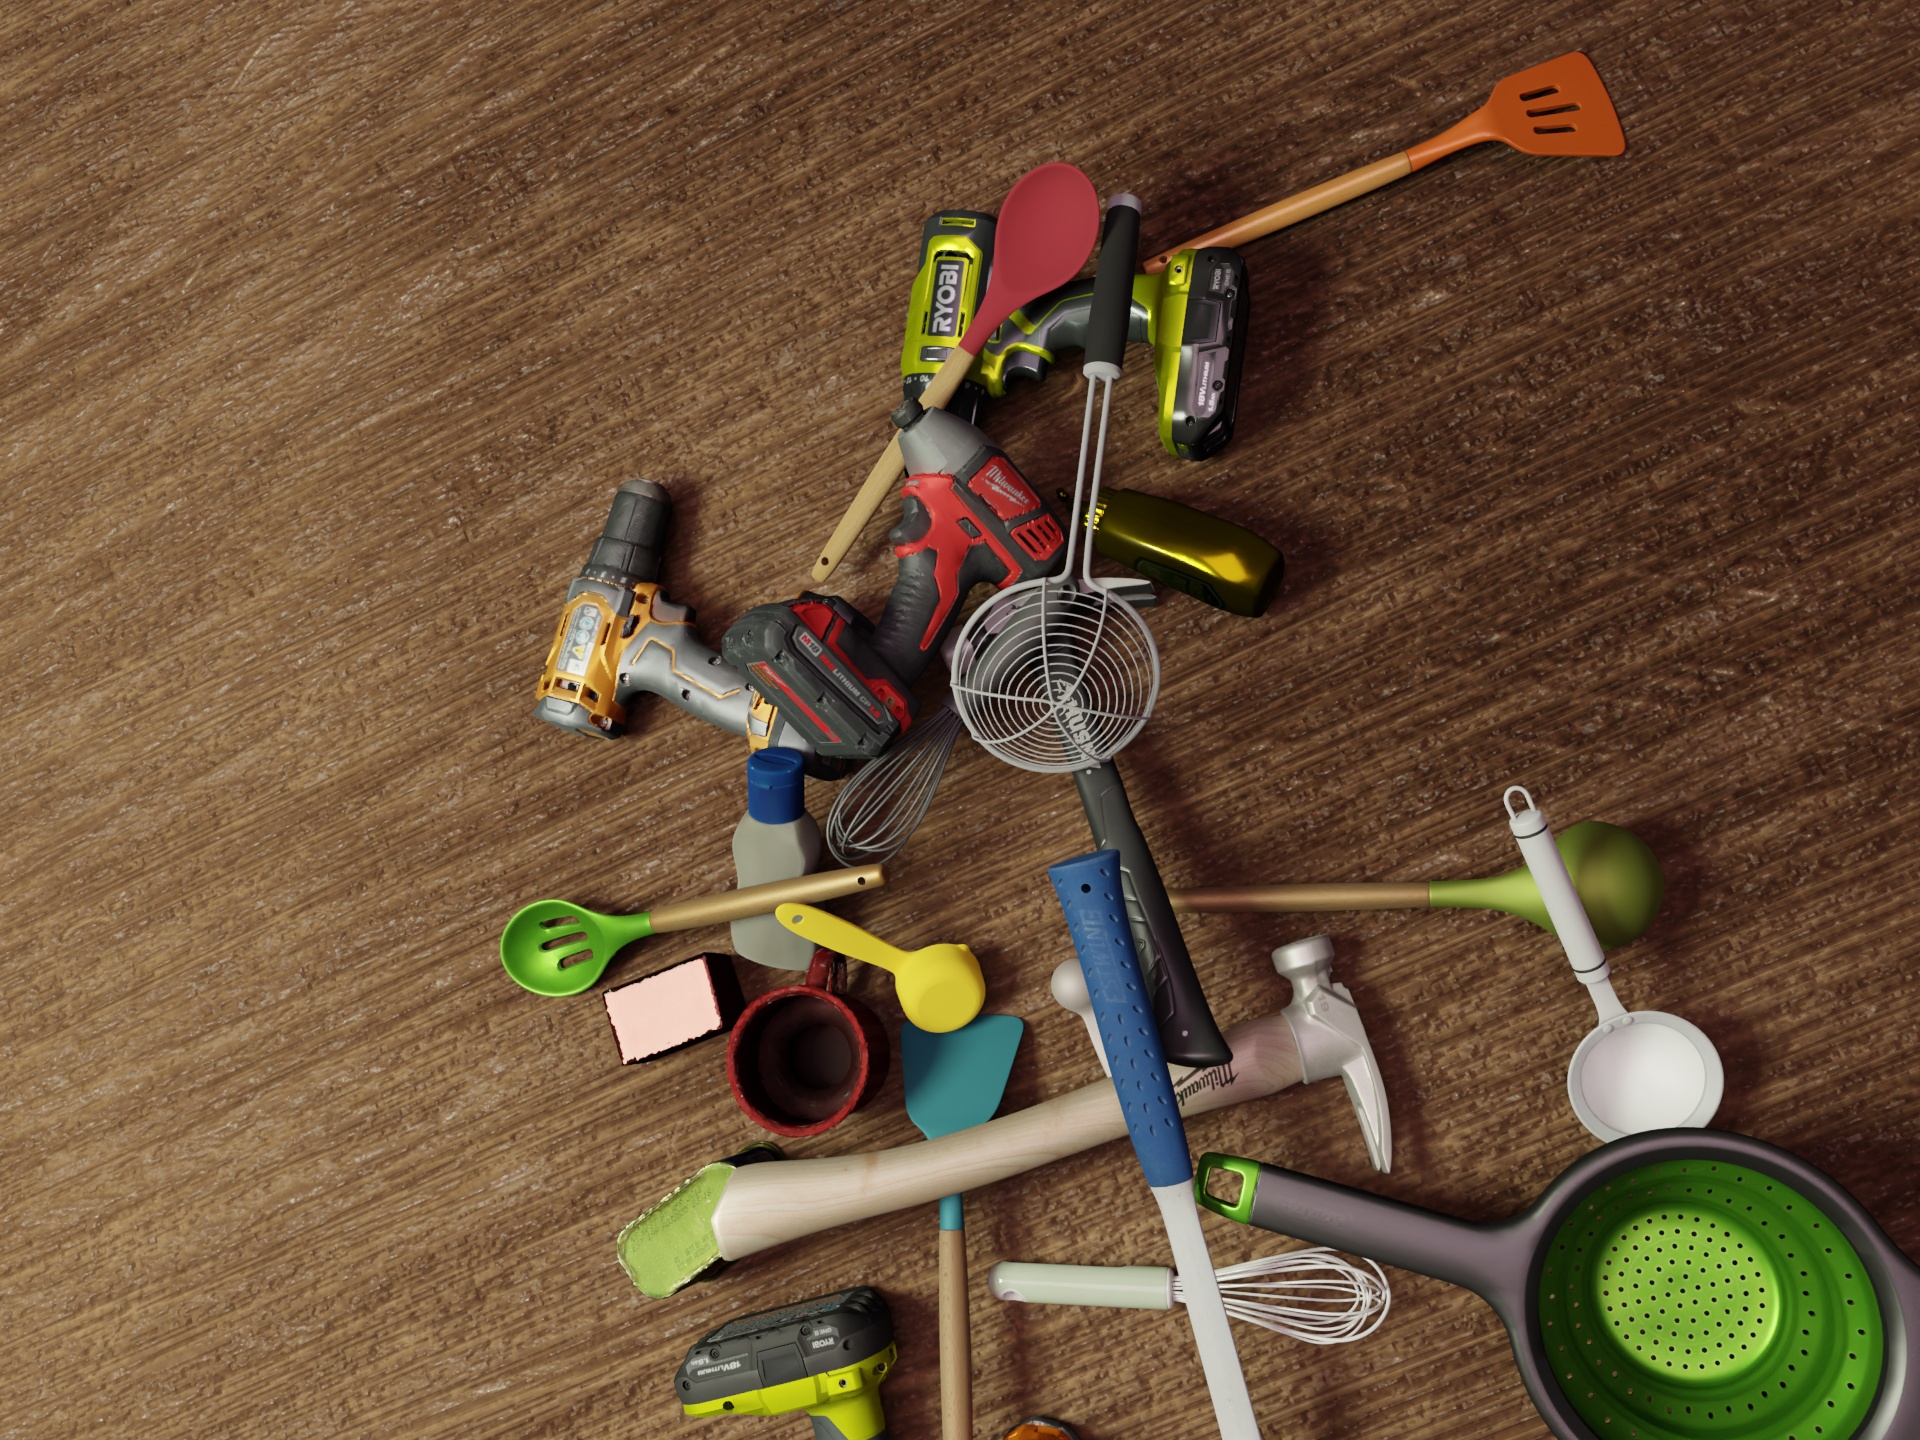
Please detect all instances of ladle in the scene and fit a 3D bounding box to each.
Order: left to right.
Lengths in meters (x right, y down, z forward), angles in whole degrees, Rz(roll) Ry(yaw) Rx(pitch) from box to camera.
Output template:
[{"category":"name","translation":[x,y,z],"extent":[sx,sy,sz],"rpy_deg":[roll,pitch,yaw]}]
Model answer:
[{"category":"ladle","translation":[-0.010,-0.220,1.042],"extent":[0.069,0.031,0.315],"rpy_deg":[40,106,15]},{"category":"ladle","translation":[0.266,0.108,0.992],"extent":[0.320,0.062,0.078],"rpy_deg":[-4,90,18]}]

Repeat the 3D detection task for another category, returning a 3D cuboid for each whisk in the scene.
[{"category":"whisk","translation":[-0.001,-0.003,1.012],"extent":[0.055,0.055,0.239],"rpy_deg":[38,79,15]},{"category":"whisk","translation":[0.136,0.347,0.975],"extent":[0.246,0.057,0.059],"rpy_deg":[-3,46,15]}]

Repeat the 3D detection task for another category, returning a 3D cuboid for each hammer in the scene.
[{"category":"hammer","translation":[0.054,0.259,0.963],"extent":[0.410,0.038,0.146],"rpy_deg":[-17,78,-4]},{"category":"hammer","translation":[0.100,0.058,0.998],"extent":[0.146,0.035,0.335],"rpy_deg":[-22,64,8]},{"category":"hammer","translation":[0.118,0.275,0.910],"extent":[0.144,0.035,0.405],"rpy_deg":[-15,90,21]}]

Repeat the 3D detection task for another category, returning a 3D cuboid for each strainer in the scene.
[{"category":"strainer","translation":[0.370,0.149,0.922],"extent":[0.087,0.050,0.258],"rpy_deg":[-25,101,11]}]

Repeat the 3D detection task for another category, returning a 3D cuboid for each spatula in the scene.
[{"category":"spatula","translation":[0.000,0.342,0.988],"extent":[0.082,0.044,0.318],"rpy_deg":[-4,75,12]},{"category":"spatula","translation":[0.278,-0.362,1.072],"extent":[0.322,0.041,0.081],"rpy_deg":[-20,77,12]}]

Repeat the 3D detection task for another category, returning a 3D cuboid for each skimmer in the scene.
[{"category":"skimmer","translation":[0.077,-0.151,0.999],"extent":[0.127,0.090,0.363],"rpy_deg":[9,75,-1]}]

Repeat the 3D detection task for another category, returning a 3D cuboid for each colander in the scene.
[{"category":"colander","translation":[0.334,0.312,0.911],"extent":[0.397,0.094,0.204],"rpy_deg":[12,86,17]}]

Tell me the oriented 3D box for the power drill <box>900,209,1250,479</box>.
[{"category":"power drill","translation":[0.070,-0.238,1.069],"extent":[0.228,0.080,0.190],"rpy_deg":[7,87,15]}]

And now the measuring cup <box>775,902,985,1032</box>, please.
[{"category":"measuring cup","translation":[-0.049,0.154,1.000],"extent":[0.062,0.156,0.029],"rpy_deg":[-53,30,15]}]

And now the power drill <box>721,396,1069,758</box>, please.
[{"category":"power drill","translation":[-0.039,-0.093,1.000],"extent":[0.143,0.078,0.220],"rpy_deg":[47,68,-19]}]

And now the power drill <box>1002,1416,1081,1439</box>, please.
[{"category":"power drill","translation":[0.092,0.512,0.892],"extent":[0.226,0.164,0.084],"rpy_deg":[45,95,13]}]

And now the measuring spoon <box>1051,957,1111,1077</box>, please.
[{"category":"measuring spoon","translation":[0.095,0.209,1.016],"extent":[0.034,0.018,0.124],"rpy_deg":[-29,77,6]}]

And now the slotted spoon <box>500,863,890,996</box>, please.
[{"category":"slotted spoon","translation":[-0.177,0.129,1.037],"extent":[0.314,0.031,0.070],"rpy_deg":[-15,100,29]}]

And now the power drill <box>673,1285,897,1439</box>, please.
[{"category":"power drill","translation":[-0.091,0.483,0.982],"extent":[0.171,0.080,0.223],"rpy_deg":[-17,81,8]}]

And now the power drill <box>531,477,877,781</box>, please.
[{"category":"power drill","translation":[-0.170,-0.063,1.090],"extent":[0.226,0.084,0.185],"rpy_deg":[13,82,18]}]
